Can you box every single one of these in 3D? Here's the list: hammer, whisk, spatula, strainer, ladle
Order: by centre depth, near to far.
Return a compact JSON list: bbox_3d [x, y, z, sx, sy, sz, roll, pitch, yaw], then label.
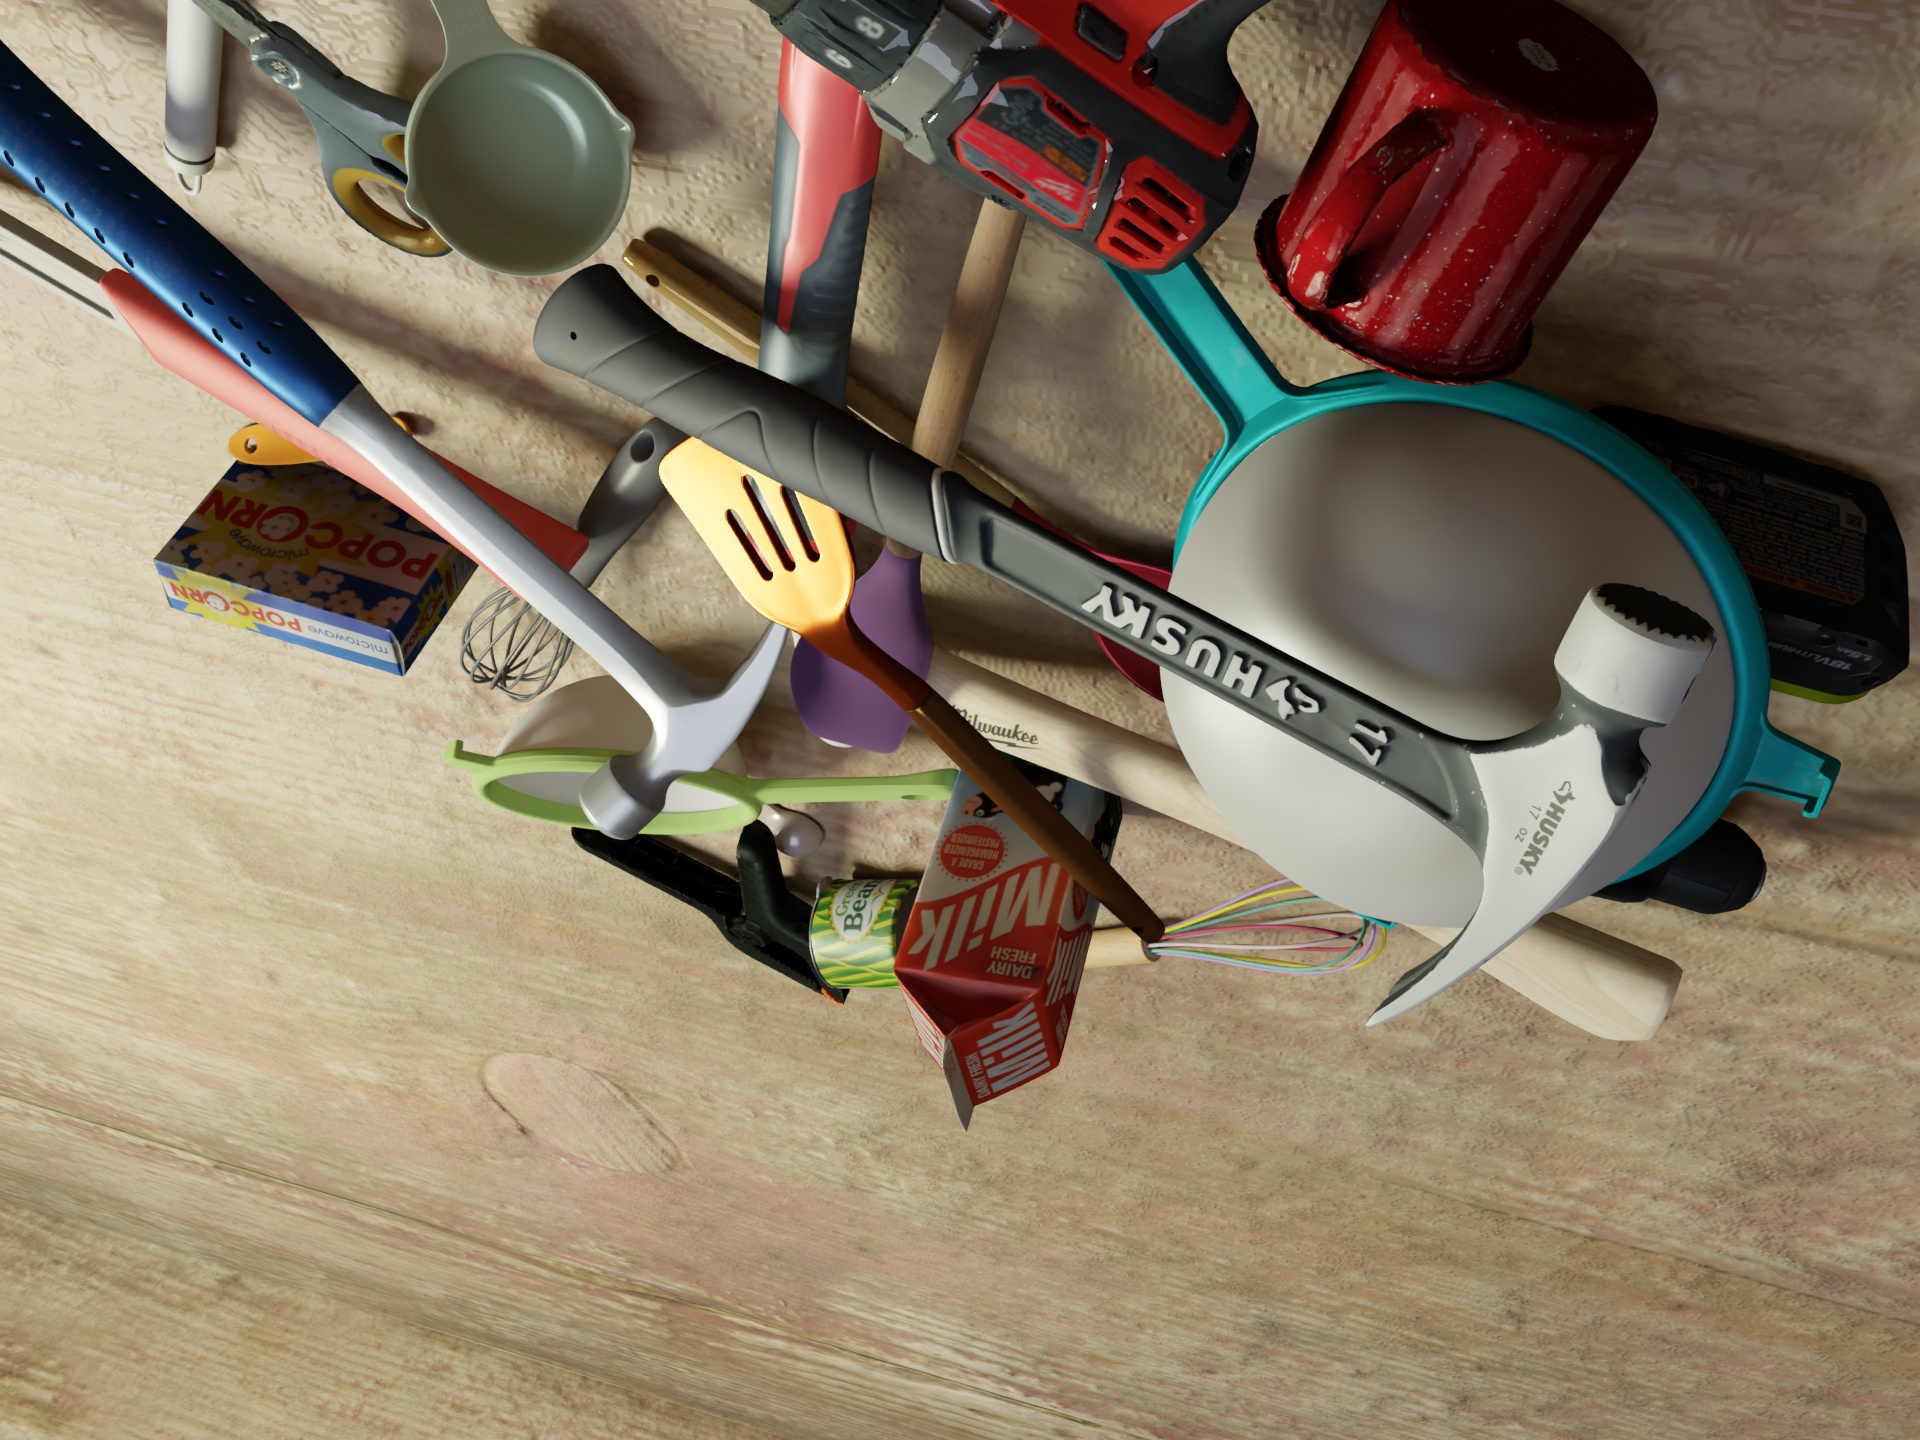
[{"bbox_3d":[0.012,-0.054,0.517,0.409,0.036,0.149,30,122,23],"label":"hammer"},{"bbox_3d":[-0.058,-0.199,0.525,0.143,0.038,0.386,19,141,3],"label":"hammer"},{"bbox_3d":[0.107,-0.052,0.525,0.340,0.095,0.211,52,141,-8],"label":"strainer"},{"bbox_3d":[-0.264,-0.268,0.552,0.087,0.050,0.258,42,145,-4],"label":"strainer"},{"bbox_3d":[-0.019,-0.087,0.621,0.059,0.018,0.315,16,139,-5],"label":"spatula"},{"bbox_3d":[-0.240,-0.125,0.649,0.144,0.035,0.405,-42,107,15],"label":"hammer"},{"bbox_3d":[-0.003,-0.101,0.661,0.315,0.031,0.069,33,140,-16],"label":"ladle"},{"bbox_3d":[-0.001,-0.002,0.677,0.081,0.041,0.322,-17,131,37],"label":"spatula"},{"bbox_3d":[-0.325,-0.163,0.690,0.359,0.037,0.149,31,144,-4],"label":"hammer"},{"bbox_3d":[0.104,0.027,0.691,0.411,0.038,0.146,24,147,19],"label":"hammer"},{"bbox_3d":[-0.187,-0.076,0.769,0.055,0.055,0.239,32,138,-18],"label":"whisk"},{"bbox_3d":[-0.126,0.012,0.835,0.256,0.069,0.151,-1,163,9],"label":"strainer"},{"bbox_3d":[0.126,0.127,0.891,0.245,0.051,0.047,-14,139,42],"label":"whisk"}]

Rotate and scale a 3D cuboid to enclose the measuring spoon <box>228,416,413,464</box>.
[{"bbox_3d":[-0.309,-0.135,0.770,0.117,0.021,0.011,2,-176,24],"label":"measuring spoon"}]

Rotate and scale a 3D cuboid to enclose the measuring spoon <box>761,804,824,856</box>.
[{"bbox_3d":[-0.132,0.046,0.922,0.124,0.018,0.034,36,142,-22],"label":"measuring spoon"}]

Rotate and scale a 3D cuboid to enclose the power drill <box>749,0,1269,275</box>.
[{"bbox_3d":[0.045,-0.223,0.379,0.187,0.080,0.226,23,140,-29],"label":"power drill"}]

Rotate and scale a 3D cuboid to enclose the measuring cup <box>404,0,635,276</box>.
[{"bbox_3d":[-0.170,-0.237,0.544,0.038,0.083,0.167,43,154,59],"label":"measuring cup"}]

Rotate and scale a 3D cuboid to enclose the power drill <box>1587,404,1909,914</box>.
[{"bbox_3d":[0.261,-0.003,0.626,0.190,0.080,0.228,18,148,4],"label":"power drill"}]
